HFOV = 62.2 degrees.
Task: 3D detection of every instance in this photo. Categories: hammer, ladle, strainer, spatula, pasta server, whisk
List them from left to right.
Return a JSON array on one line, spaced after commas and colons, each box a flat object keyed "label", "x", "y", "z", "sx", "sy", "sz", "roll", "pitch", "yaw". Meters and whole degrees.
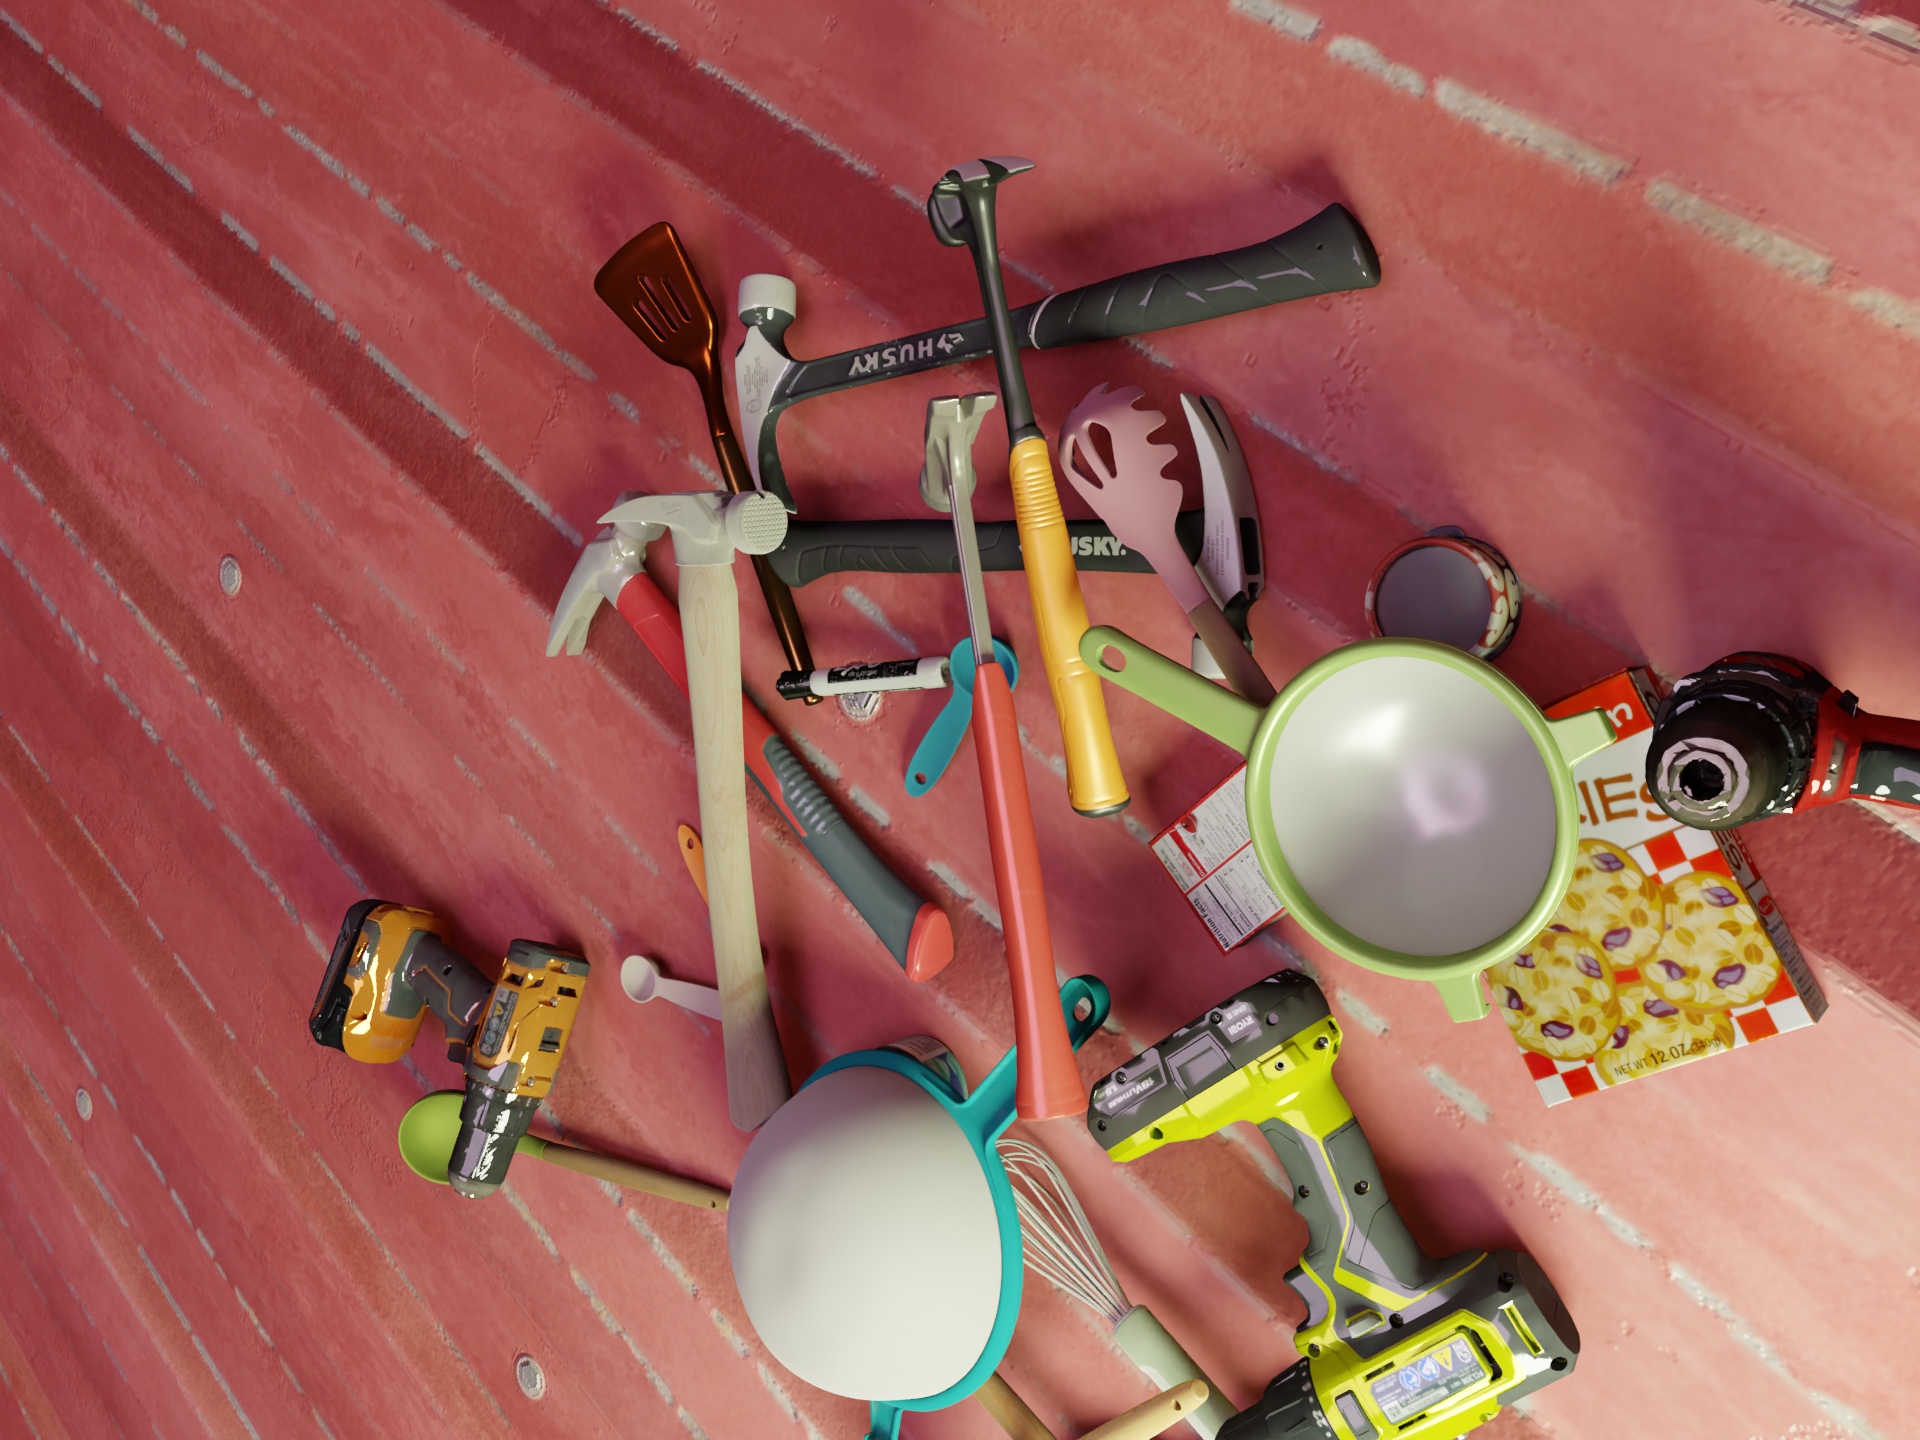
[{"label": "ladle", "x": -0.296, "y": 0.331, "z": 1.179, "sx": 0.320, "sy": 0.062, "sz": 0.078, "roll": 3, "pitch": 106, "yaw": 34}, {"label": "hammer", "x": -0.156, "y": 0.061, "z": 1.010, "sx": 0.146, "sy": 0.038, "sz": 0.410, "roll": 6, "pitch": 104, "yaw": 41}, {"label": "spatula", "x": -0.152, "y": -0.160, "z": 1.027, "sx": 0.081, "sy": 0.041, "sz": 0.323, "roll": -25, "pitch": 81, "yaw": 35}, {"label": "hammer", "x": -0.142, "y": 0.026, "z": 1.041, "sx": 0.387, "sy": 0.038, "sz": 0.143, "roll": 49, "pitch": 122, "yaw": 22}, {"label": "strainer", "x": -0.038, "y": 0.259, "z": 0.894, "sx": 0.211, "sy": 0.095, "sz": 0.340, "roll": 54, "pitch": 125, "yaw": 29}, {"label": "hammer", "x": 0.016, "y": -0.105, "z": 0.911, "sx": 0.335, "sy": 0.035, "sz": 0.146, "roll": 5, "pitch": 98, "yaw": 37}, {"label": "hammer", "x": 0.021, "y": 0.020, "z": 0.804, "sx": 0.036, "sy": 0.149, "sz": 0.359, "roll": -8, "pitch": 85, "yaw": -5}, {"label": "hammer", "x": 0.031, "y": -0.212, "z": 0.878, "sx": 0.409, "sy": 0.036, "sz": 0.149, "roll": -4, "pitch": 82, "yaw": 35}, {"label": "hammer", "x": 0.041, "y": -0.110, "z": 0.806, "sx": 0.034, "sy": 0.127, "sz": 0.336, "roll": -14, "pitch": 102, "yaw": -7}, {"label": "ladle", "x": 0.048, "y": 0.418, "z": 0.880, "sx": 0.069, "sy": 0.031, "sz": 0.315, "roll": 52, "pitch": 135, "yaw": 16}, {"label": "whisk", "x": 0.087, "y": 0.327, "z": 0.882, "sx": 0.247, "sy": 0.059, "sz": 0.057, "roll": 43, "pitch": 158, "yaw": 31}, {"label": "pasta server", "x": 0.137, "y": -0.035, "z": 0.792, "sx": 0.060, "sy": 0.040, "sz": 0.316, "roll": -39, "pitch": 77, "yaw": 34}, {"label": "strainer", "x": 0.170, "y": 0.012, "z": 0.737, "sx": 0.257, "sy": 0.069, "sz": 0.151, "roll": 31, "pitch": 117, "yaw": 33}]

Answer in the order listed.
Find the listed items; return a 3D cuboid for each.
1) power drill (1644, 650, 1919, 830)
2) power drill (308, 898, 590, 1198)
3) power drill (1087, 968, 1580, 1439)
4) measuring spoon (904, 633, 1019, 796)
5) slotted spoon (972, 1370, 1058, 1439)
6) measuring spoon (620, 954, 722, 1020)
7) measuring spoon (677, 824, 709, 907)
[{"label": "power drill", "x": 0.366, "y": 0.026, "z": 0.571, "sx": 0.227, "sy": 0.188, "sz": 0.080, "roll": 15, "pitch": 105, "yaw": 31}, {"label": "power drill", "x": -0.390, "y": 0.240, "z": 1.198, "sx": 0.226, "sy": 0.084, "sz": 0.185, "roll": 11, "pitch": 80, "yaw": 34}, {"label": "power drill", "x": 0.164, "y": 0.261, "z": 0.796, "sx": 0.190, "sy": 0.080, "sz": 0.229, "roll": -37, "pitch": 73, "yaw": 19}, {"label": "measuring spoon", "x": -0.002, "y": -0.003, "z": 0.948, "sx": 0.042, "sy": 0.021, "sz": 0.128, "roll": 34, "pitch": 125, "yaw": 5}, {"label": "slotted spoon", "x": -0.006, "y": 0.376, "z": 0.961, "sx": 0.314, "sy": 0.031, "sz": 0.070, "roll": 38, "pitch": 121, "yaw": 34}, {"label": "measuring spoon", "x": -0.185, "y": 0.190, "z": 1.109, "sx": 0.124, "sy": 0.018, "sz": 0.034, "roll": 12, "pitch": 102, "yaw": 29}, {"label": "measuring spoon", "x": -0.164, "y": 0.120, "z": 1.087, "sx": 0.021, "sy": 0.011, "sz": 0.117, "roll": -44, "pitch": 66, "yaw": 31}]
